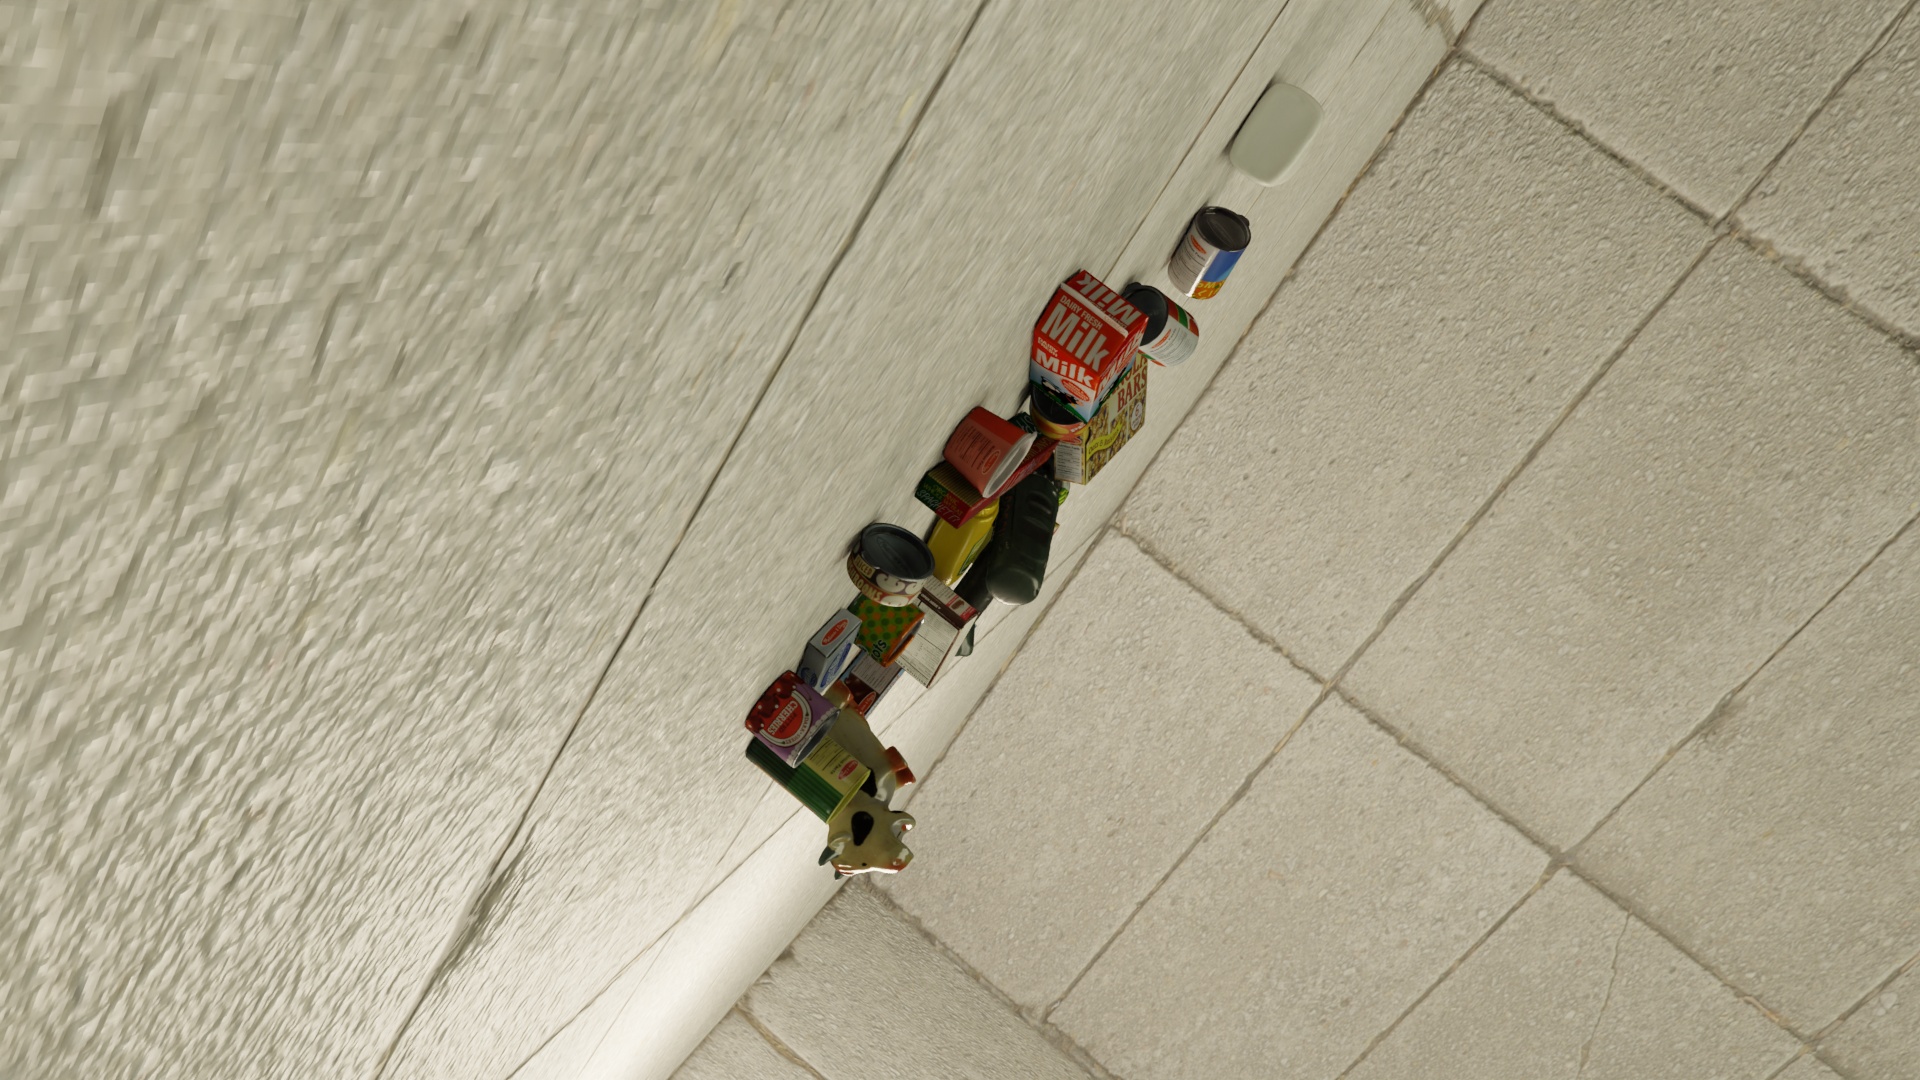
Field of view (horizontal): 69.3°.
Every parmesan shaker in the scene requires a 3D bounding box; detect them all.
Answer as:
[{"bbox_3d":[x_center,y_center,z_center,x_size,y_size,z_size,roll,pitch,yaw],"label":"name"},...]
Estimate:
[{"bbox_3d":[-0.146,0.213,1.334,0.071,0.103,0.071,-51,171,-10],"label":"parmesan shaker"}]

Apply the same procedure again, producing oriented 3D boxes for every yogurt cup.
[{"bbox_3d":[0.022,-0.078,1.195,0.072,0.054,0.072,-51,172,-10],"label":"yogurt cup"}]

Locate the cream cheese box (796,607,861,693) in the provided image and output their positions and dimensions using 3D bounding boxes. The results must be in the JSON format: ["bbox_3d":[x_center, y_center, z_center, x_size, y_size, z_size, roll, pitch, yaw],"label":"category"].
[{"bbox_3d":[-0.125,0.109,1.283,0.053,0.024,0.103,-46,170,-36],"label":"cream cheese box"}]

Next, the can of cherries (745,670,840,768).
[{"bbox_3d":[-0.150,0.158,1.235,0.071,0.058,0.071,-50,172,-10],"label":"can of cherries"}]

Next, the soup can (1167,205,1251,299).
[{"bbox_3d":[0.278,-0.320,1.548,0.072,0.071,0.083,-47,171,-33],"label":"soup can"}]

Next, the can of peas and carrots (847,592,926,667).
[{"bbox_3d":[-0.075,0.079,1.313,0.071,0.059,0.071,-51,171,-11],"label":"can of peas and carrots"}]

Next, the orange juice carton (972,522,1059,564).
[{"bbox_3d":[0.063,-0.007,1.675,0.073,0.072,0.193,-54,172,14],"label":"orange juice carton"}]

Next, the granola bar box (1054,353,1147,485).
[{"bbox_3d":[0.154,-0.150,1.501,0.166,0.039,0.123,-44,139,-48],"label":"granola bar box"}]

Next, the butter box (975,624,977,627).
[{"bbox_3d":[-0.032,0.100,1.597,0.103,0.024,0.053,23,107,-48],"label":"butter box"}]

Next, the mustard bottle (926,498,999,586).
[{"bbox_3d":[0.005,-0.017,1.381,0.066,0.049,0.159,-53,174,-39],"label":"mustard bottle"}]

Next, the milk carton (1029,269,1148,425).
[{"bbox_3d":[0.112,-0.174,1.227,0.073,0.072,0.190,-51,172,-8],"label":"milk carton"}]

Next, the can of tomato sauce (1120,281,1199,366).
[{"bbox_3d":[0.204,-0.226,1.460,0.071,0.071,0.083,-54,148,12],"label":"can of tomato sauce"}]

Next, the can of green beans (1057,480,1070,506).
[{"bbox_3d":[0.091,-0.066,1.597,0.071,0.071,0.058,-53,171,4],"label":"can of green beans"}]

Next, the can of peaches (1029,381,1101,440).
[{"bbox_3d":[0.102,-0.134,1.347,0.071,0.071,0.058,-51,173,-9],"label":"can of peaches"}]

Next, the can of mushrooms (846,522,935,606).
[{"bbox_3d":[-0.059,0.020,1.128,0.033,0.071,0.071,-57,171,34],"label":"can of mushrooms"}]

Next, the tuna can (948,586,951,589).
[{"bbox_3d":[-0.024,0.086,1.646,0.071,0.033,0.070,-32,146,-24],"label":"tuna can"}]

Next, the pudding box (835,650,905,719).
[{"bbox_3d":[-0.104,0.156,1.515,0.084,0.050,0.030,-51,170,-14],"label":"pudding box"}]

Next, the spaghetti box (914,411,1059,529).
[{"bbox_3d":[0.031,-0.070,1.297,0.028,0.050,0.251,-56,172,28],"label":"spaghetti box"}]
